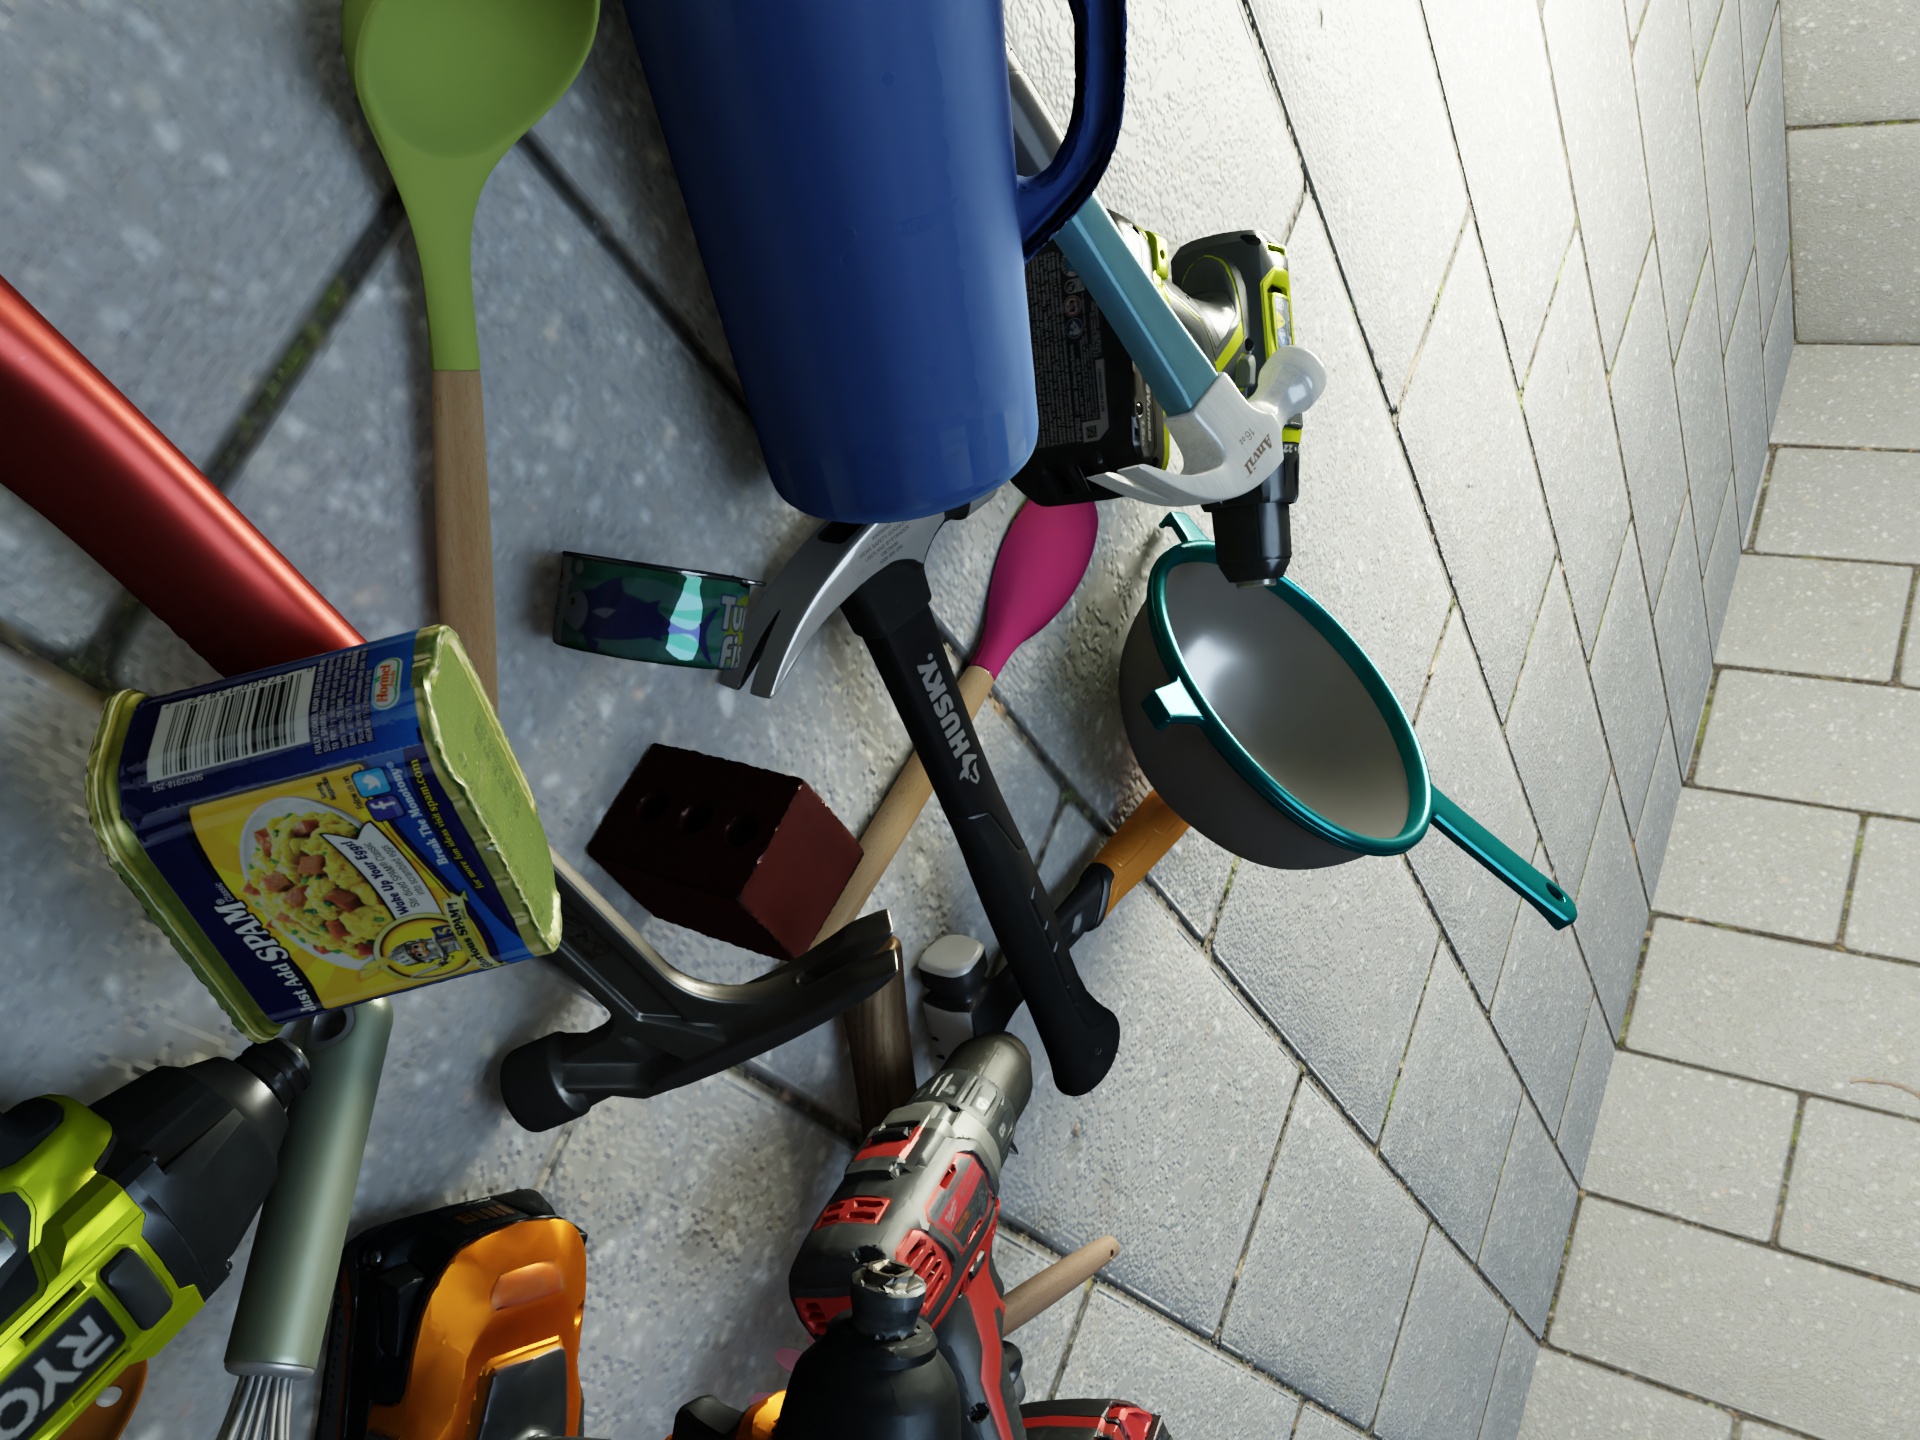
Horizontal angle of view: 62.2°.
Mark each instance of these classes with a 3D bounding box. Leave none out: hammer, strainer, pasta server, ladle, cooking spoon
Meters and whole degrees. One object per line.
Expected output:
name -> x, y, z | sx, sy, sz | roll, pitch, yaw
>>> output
hammer -> -0.027, 0.255, 0.783 | 0.130, 0.031, 0.331 | -34, 125, -48
strainer -> 0.210, 0.042, 0.919 | 0.340, 0.095, 0.211 | 36, 36, -17
hammer -> 0.089, 0.095, 0.911 | 0.337, 0.034, 0.127 | -41, 130, -43
pasta server -> 0.004, 0.301, 0.791 | 0.316, 0.040, 0.060 | 3, 95, -61
ladle -> -0.148, -0.081, 0.495 | 0.078, 0.062, 0.320 | -19, 116, -53
hammer -> -0.160, -0.001, 0.454 | 0.358, 0.149, 0.037 | 56, 13, -39
hammer -> 0.036, -0.224, 0.651 | 0.330, 0.033, 0.128 | 50, 61, -24
hammer -> 0.007, 0.051, 0.727 | 0.146, 0.035, 0.334 | -41, 126, -28
cooking spoon -> -0.001, -0.002, 0.765 | 0.319, 0.017, 0.068 | -59, 140, -29

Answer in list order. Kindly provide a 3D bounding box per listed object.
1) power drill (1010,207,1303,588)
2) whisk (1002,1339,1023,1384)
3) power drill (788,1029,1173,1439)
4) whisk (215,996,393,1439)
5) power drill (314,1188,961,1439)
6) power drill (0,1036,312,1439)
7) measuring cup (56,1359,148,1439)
power drill -> 0.110, -0.162, 0.815 | 0.228, 0.080, 0.190 | -8, 94, -55
whisk -> -0.041, 0.352, 0.707 | 0.296, 0.073, 0.073 | -15, 111, -61
power drill -> 0.019, 0.268, 0.714 | 0.226, 0.080, 0.188 | 67, 28, -13
whisk -> -0.196, 0.191, 0.447 | 0.059, 0.058, 0.247 | 55, 33, -55
power drill -> -0.097, 0.222, 0.491 | 0.084, 0.227, 0.164 | 5, 94, -57
power drill -> -0.252, 0.079, 0.365 | 0.171, 0.080, 0.223 | -50, 140, -43
measuring cup -> -0.259, 0.253, 0.411 | 0.174, 0.095, 0.052 | -73, 176, -51
